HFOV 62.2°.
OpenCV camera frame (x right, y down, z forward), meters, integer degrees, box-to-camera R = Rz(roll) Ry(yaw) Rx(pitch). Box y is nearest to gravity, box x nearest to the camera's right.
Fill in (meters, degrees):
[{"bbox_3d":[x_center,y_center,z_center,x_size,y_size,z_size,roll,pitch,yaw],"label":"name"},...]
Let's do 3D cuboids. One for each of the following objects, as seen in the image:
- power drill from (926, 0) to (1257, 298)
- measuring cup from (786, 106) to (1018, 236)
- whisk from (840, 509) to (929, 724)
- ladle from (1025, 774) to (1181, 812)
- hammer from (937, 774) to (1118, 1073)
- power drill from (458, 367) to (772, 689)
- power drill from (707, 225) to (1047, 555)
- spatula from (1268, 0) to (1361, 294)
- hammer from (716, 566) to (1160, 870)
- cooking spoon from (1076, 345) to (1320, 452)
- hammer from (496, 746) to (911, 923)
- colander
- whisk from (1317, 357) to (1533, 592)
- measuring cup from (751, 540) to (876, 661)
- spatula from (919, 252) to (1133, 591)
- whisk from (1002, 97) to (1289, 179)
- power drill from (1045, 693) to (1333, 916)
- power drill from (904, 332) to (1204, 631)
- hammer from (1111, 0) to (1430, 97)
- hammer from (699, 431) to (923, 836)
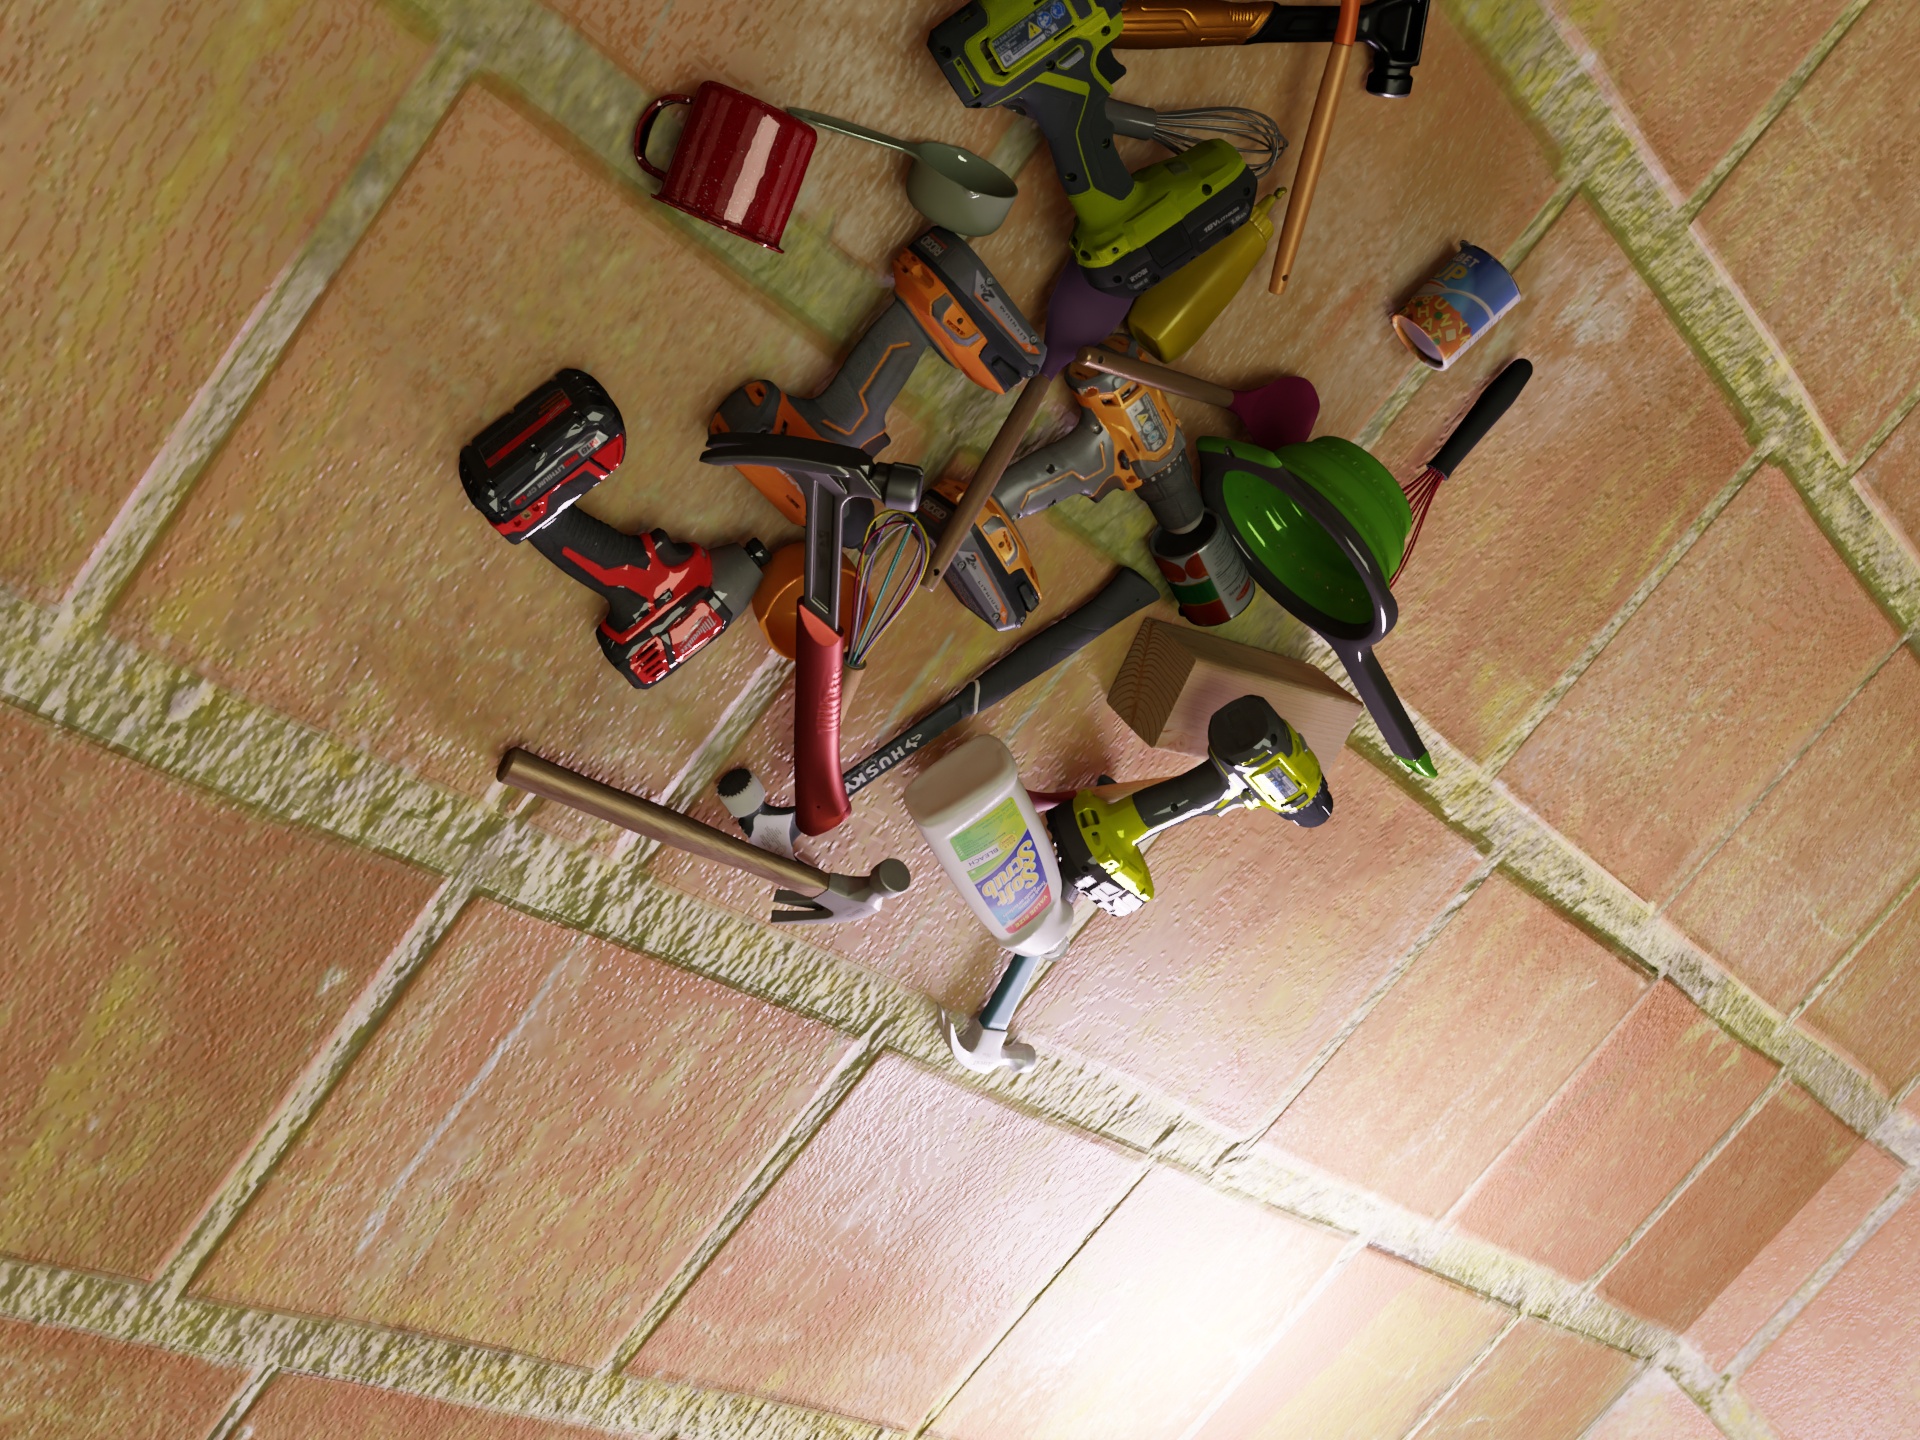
[{"bbox_3d":[0.105,-0.419,1.086,0.171,0.080,0.223,-32,126,10],"label":"power drill"},{"bbox_3d":[-0.043,-0.378,1.095,0.167,0.083,0.038,14,127,-16],"label":"measuring cup"},{"bbox_3d":[-0.077,-0.064,1.208,0.047,0.051,0.244,16,131,-12],"label":"whisk"},{"bbox_3d":[0.130,0.066,1.435,0.315,0.031,0.069,-6,126,-11],"label":"ladle"},{"bbox_3d":[0.079,0.198,1.518,0.128,0.033,0.331,13,111,-34],"label":"hammer"},{"bbox_3d":[-0.236,-0.133,1.130,0.143,0.079,0.219,-38,131,-2],"label":"power drill"},{"bbox_3d":[-0.051,-0.230,1.164,0.226,0.084,0.164,-41,129,6],"label":"power drill"},{"bbox_3d":[0.279,-0.471,1.171,0.081,0.041,0.322,-5,123,-26],"label":"spatula"},{"bbox_3d":[-0.002,-0.004,1.352,0.409,0.036,0.149,-34,129,-6],"label":"hammer"},{"bbox_3d":[0.196,-0.261,1.263,0.318,0.017,0.068,2,114,-47],"label":"cooking spoon"},{"bbox_3d":[-0.211,0.095,1.272,0.331,0.031,0.130,24,144,-25],"label":"hammer"},{"bbox_3d":[0.344,-0.110,1.352,0.094,0.205,0.396,-43,121,-9],"label":"colander"},{"bbox_3d":[0.416,-0.209,1.433,0.296,0.073,0.073,-51,128,2],"label":"whisk"},{"bbox_3d":[-0.123,-0.064,1.248,0.095,0.052,0.173,-10,135,-22],"label":"measuring cup"},{"bbox_3d":[0.051,-0.234,1.190,0.059,0.018,0.316,31,83,-17],"label":"spatula"},{"bbox_3d":[0.135,-0.435,1.160,0.239,0.055,0.055,3,117,-23],"label":"whisk"},{"bbox_3d":[0.209,0.082,1.394,0.228,0.080,0.190,-29,142,17],"label":"power drill"},{"bbox_3d":[0.088,-0.171,1.272,0.226,0.084,0.185,-41,129,-6],"label":"power drill"},{"bbox_3d":[0.196,-0.512,1.148,0.336,0.034,0.127,-11,124,-21],"label":"hammer"},{"bbox_3d":[-0.114,-0.049,1.176,0.149,0.037,0.358,9,133,3],"label":"hammer"}]
